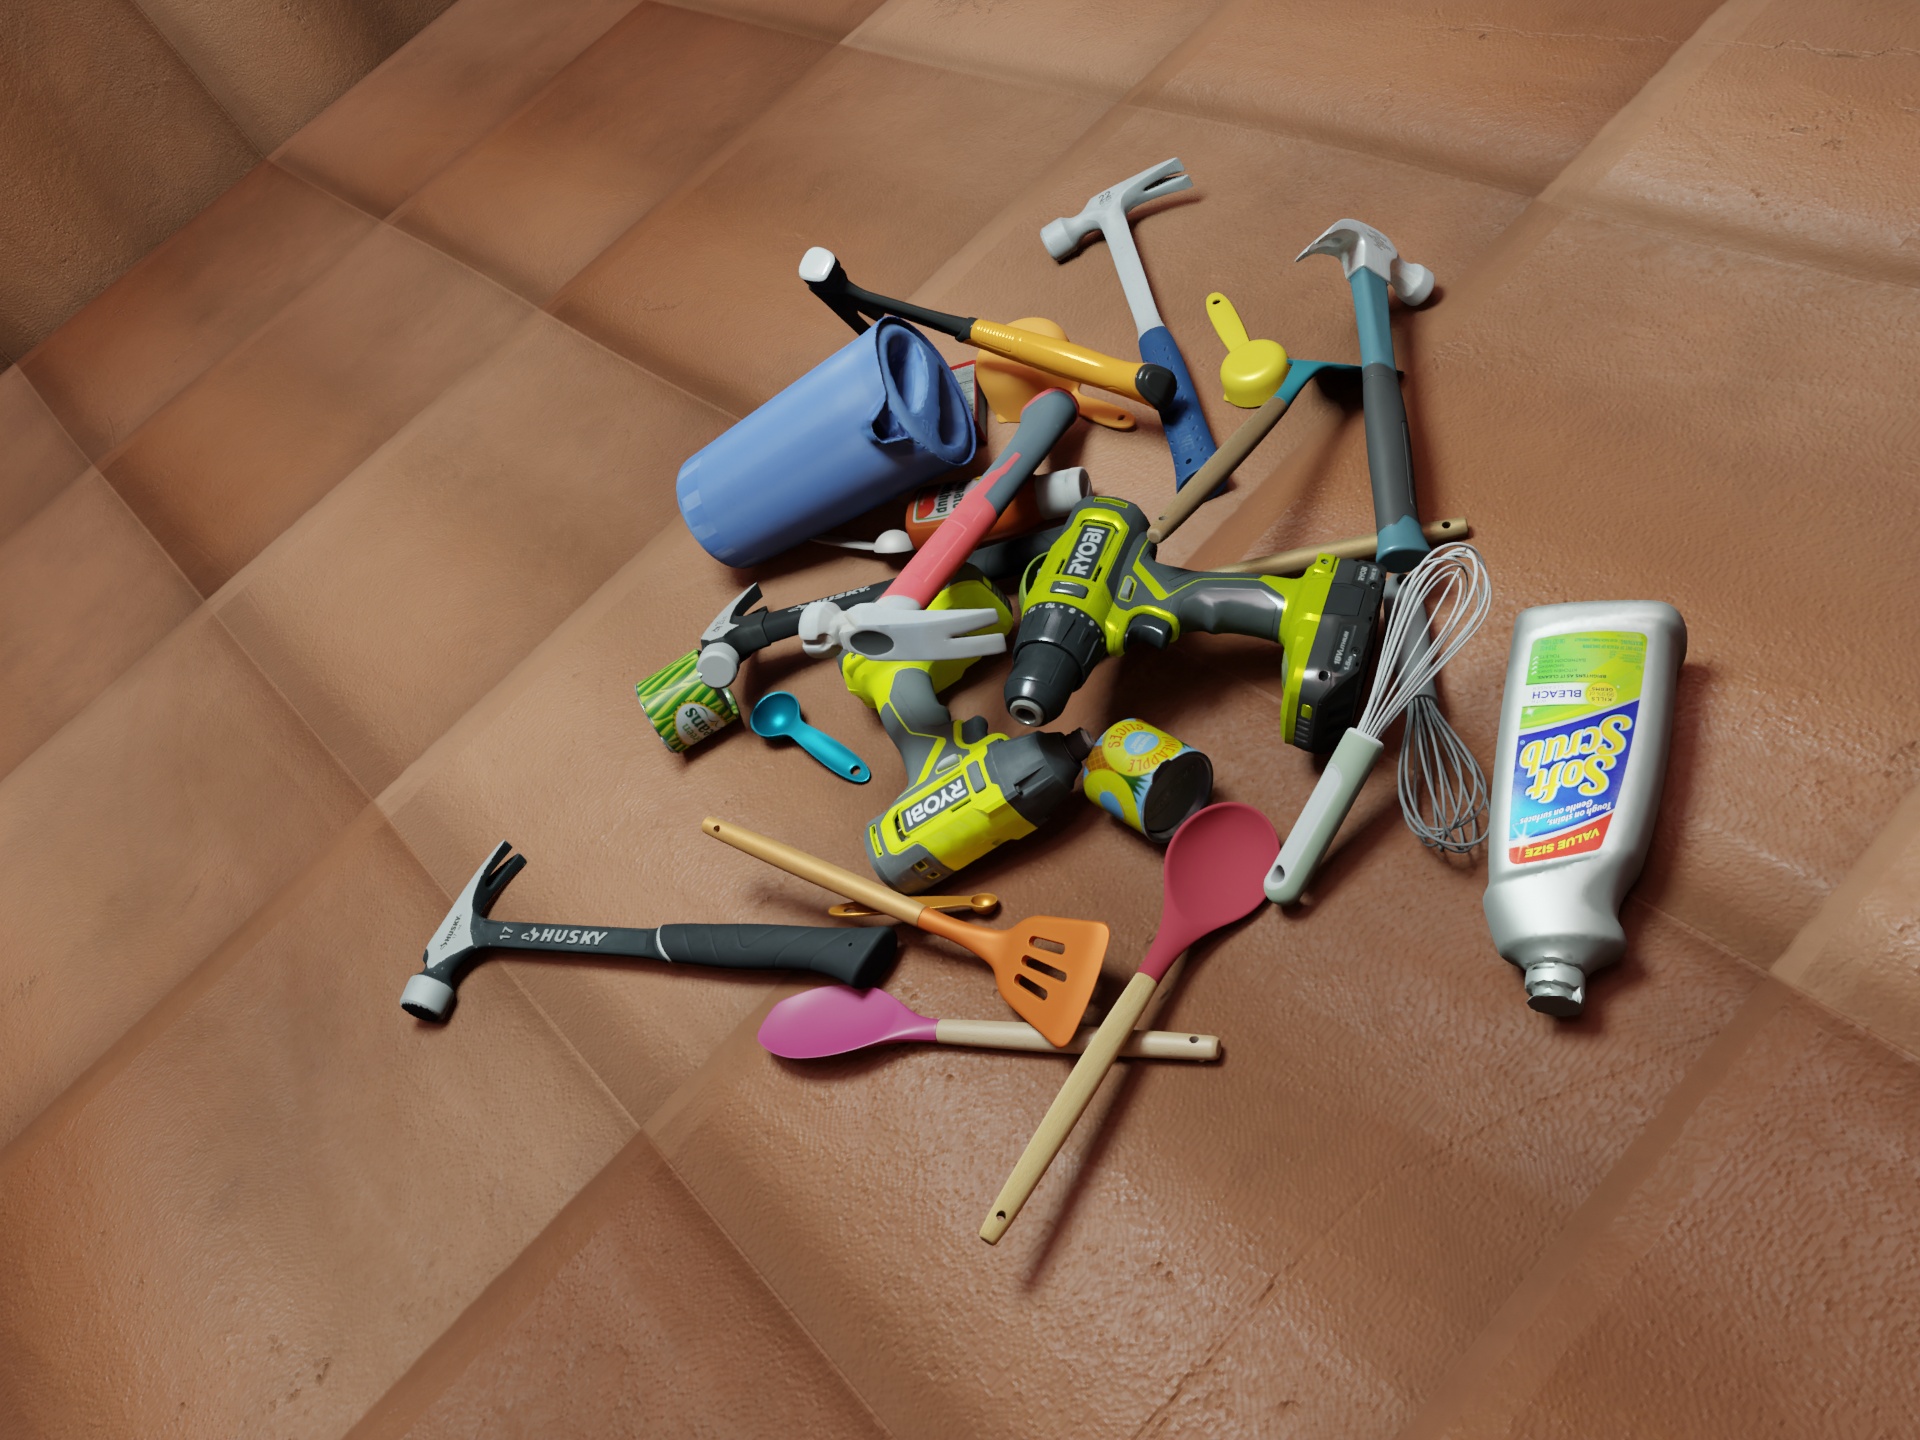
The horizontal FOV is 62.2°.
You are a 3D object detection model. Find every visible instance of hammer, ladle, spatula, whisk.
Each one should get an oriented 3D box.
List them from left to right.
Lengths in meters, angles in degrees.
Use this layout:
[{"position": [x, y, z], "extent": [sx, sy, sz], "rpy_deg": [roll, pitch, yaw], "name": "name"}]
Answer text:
[{"position": [-0.228, 0.159, 1.161], "extent": [0.409, 0.036, 0.149], "rpy_deg": [-2, 52, 28], "name": "hammer"}, {"position": [-0.048, 0.119, 1.049], "extent": [0.323, 0.041, 0.081], "rpy_deg": [19, 85, 27], "name": "spatula"}, {"position": [-0.041, -0.107, 1.258], "extent": [0.335, 0.035, 0.146], "rpy_deg": [-15, 23, 9], "name": "hammer"}, {"position": [0.027, -0.312, 1.310], "extent": [0.337, 0.127, 0.034], "rpy_deg": [24, 88, 26], "name": "hammer"}, {"position": [0.028, -0.155, 1.169], "extent": [0.143, 0.038, 0.386], "rpy_deg": [1, 34, 26], "name": "hammer"}, {"position": [0.100, 0.176, 0.950], "extent": [0.069, 0.031, 0.315], "rpy_deg": [30, 63, 15], "name": "ladle"}, {"position": [0.165, -0.335, 1.343], "extent": [0.144, 0.035, 0.406], "rpy_deg": [-27, 46, 20], "name": "hammer"}, {"position": [0.197, -0.111, 1.139], "extent": [0.320, 0.062, 0.078], "rpy_deg": [-11, 63, 17], "name": "ladle"}, {"position": [0.219, -0.204, 1.142], "extent": [0.082, 0.044, 0.317], "rpy_deg": [16, 46, 33], "name": "spatula"}, {"position": [0.250, 0.004, 0.966], "extent": [0.246, 0.059, 0.058], "rpy_deg": [-62, 29, 5], "name": "whisk"}, {"position": [0.304, -0.239, 1.145], "extent": [0.033, 0.128, 0.331], "rpy_deg": [-37, 39, 44], "name": "hammer"}, {"position": [0.296, -0.011, 1.011], "extent": [0.055, 0.055, 0.239], "rpy_deg": [-14, 44, 19], "name": "whisk"}]

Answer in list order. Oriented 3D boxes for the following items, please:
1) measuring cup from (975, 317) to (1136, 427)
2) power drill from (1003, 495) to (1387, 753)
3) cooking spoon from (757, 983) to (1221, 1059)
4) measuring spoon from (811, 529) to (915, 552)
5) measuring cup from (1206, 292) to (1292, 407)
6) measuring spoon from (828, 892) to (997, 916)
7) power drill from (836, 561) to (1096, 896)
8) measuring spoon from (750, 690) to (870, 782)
[{"position": [0.082, -0.291, 1.349], "extent": [0.095, 0.052, 0.174], "rpy_deg": [-45, 45, -11], "name": "measuring cup"}, {"position": [0.150, -0.054, 1.048], "extent": [0.228, 0.080, 0.191], "rpy_deg": [13, 51, 17], "name": "power drill"}, {"position": [0.010, 0.199, 1.010], "extent": [0.319, 0.017, 0.069], "rpy_deg": [-2, 34, 27], "name": "cooking spoon"}, {"position": [-0.086, -0.155, 1.342], "extent": [0.034, 0.018, 0.124], "rpy_deg": [-16, 20, -42], "name": "measuring spoon"}, {"position": [0.227, -0.316, 1.306], "extent": [0.062, 0.029, 0.157], "rpy_deg": [-24, 48, 10], "name": "measuring cup"}, {"position": [-0.032, 0.129, 1.079], "extent": [0.117, 0.011, 0.021], "rpy_deg": [-5, 21, 8], "name": "measuring spoon"}, {"position": [-0.002, -0.004, 1.135], "extent": [0.171, 0.080, 0.223], "rpy_deg": [-32, 47, 16], "name": "power drill"}, {"position": [-0.112, 0.019, 1.233], "extent": [0.129, 0.021, 0.042], "rpy_deg": [33, 74, 33], "name": "measuring spoon"}]
